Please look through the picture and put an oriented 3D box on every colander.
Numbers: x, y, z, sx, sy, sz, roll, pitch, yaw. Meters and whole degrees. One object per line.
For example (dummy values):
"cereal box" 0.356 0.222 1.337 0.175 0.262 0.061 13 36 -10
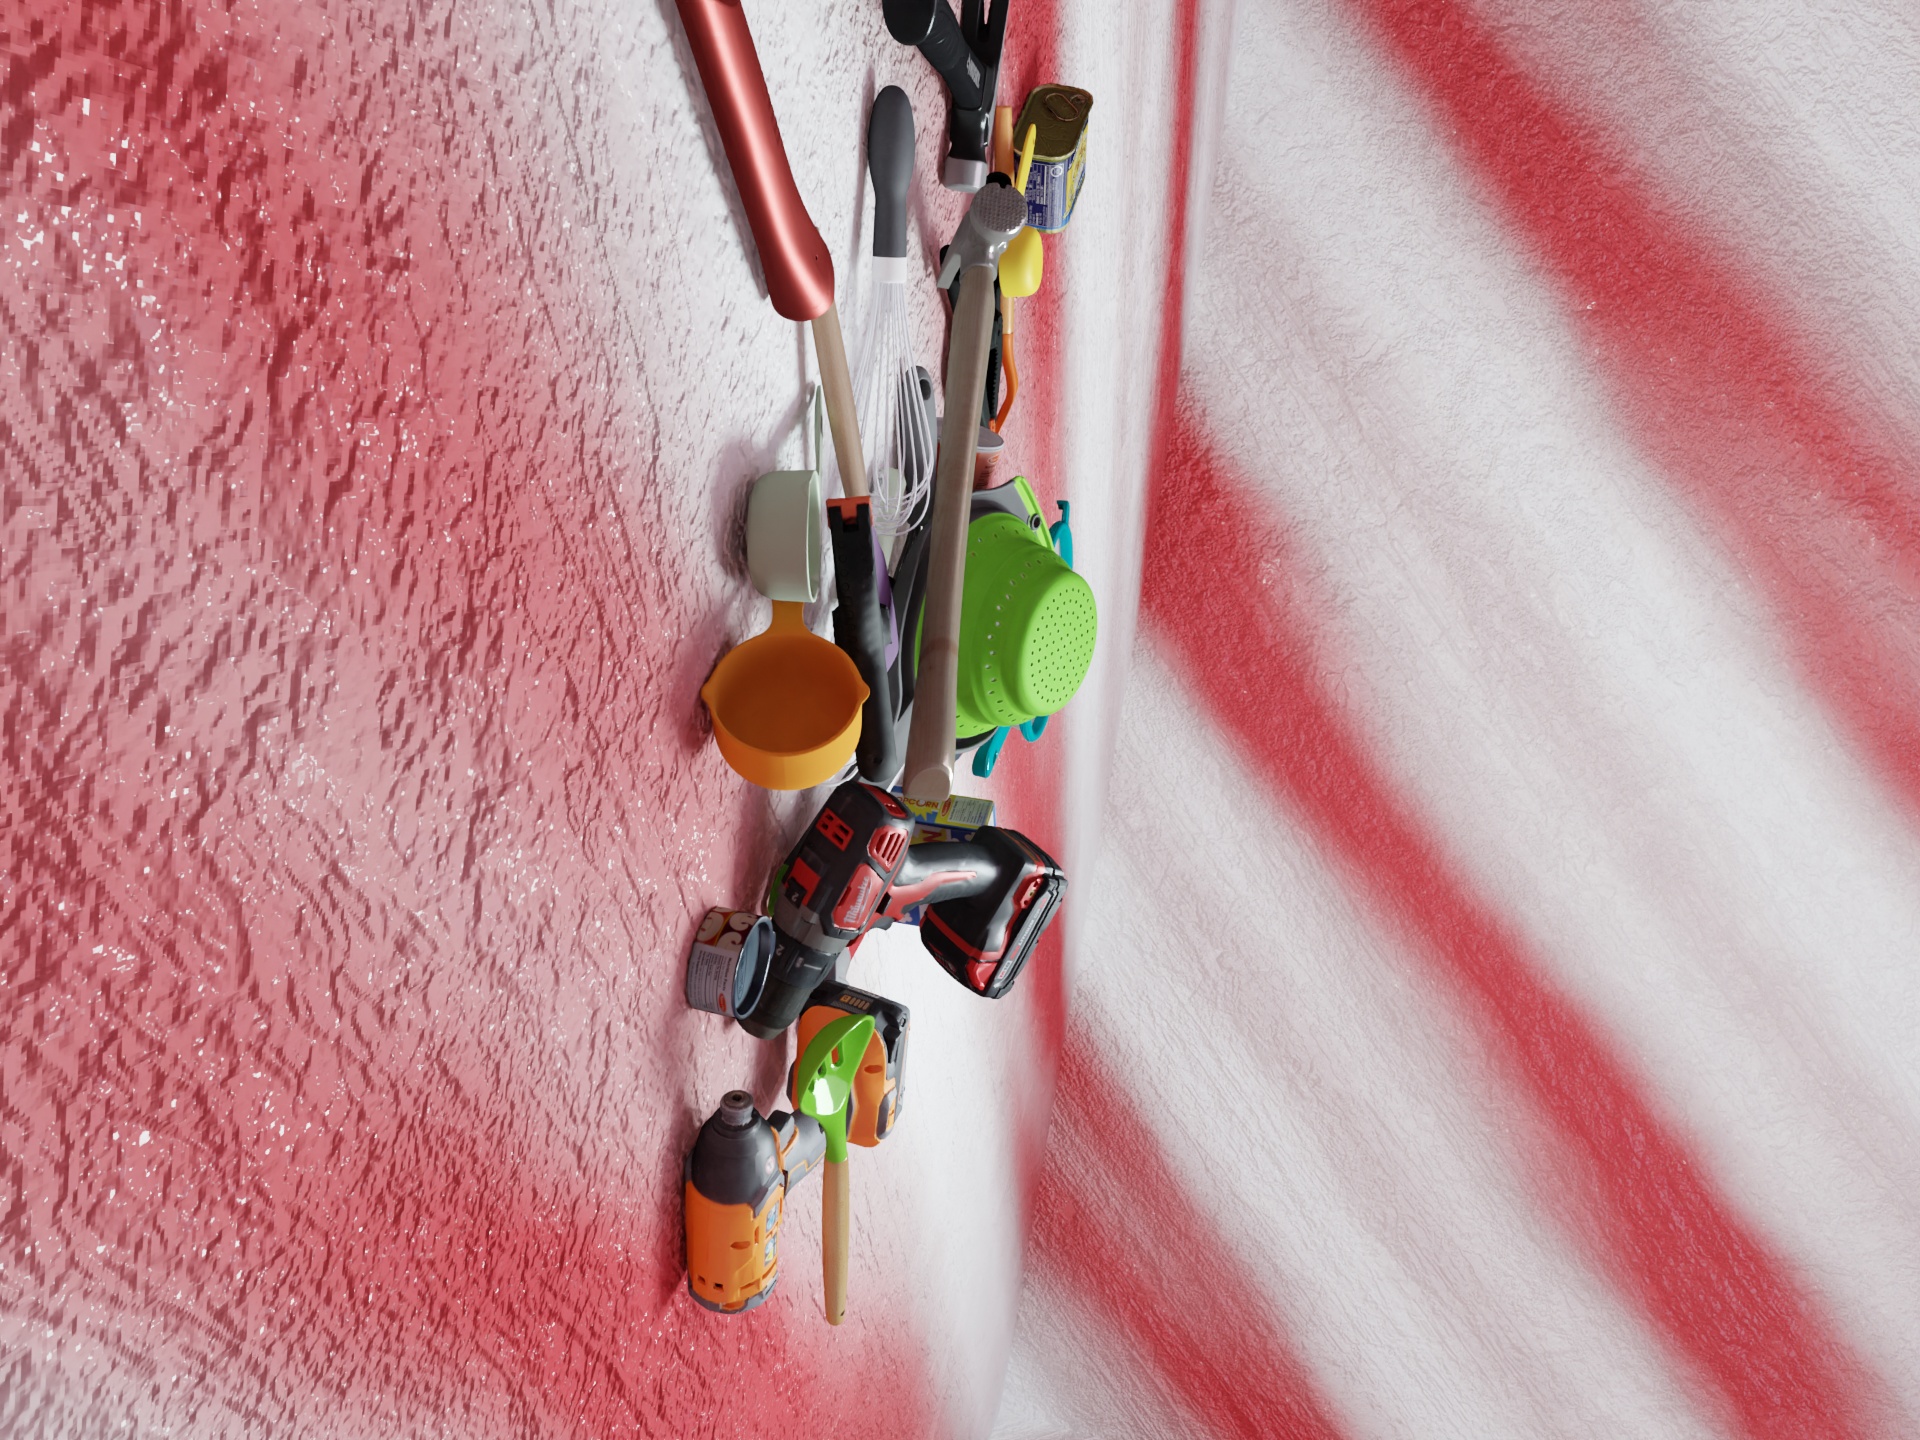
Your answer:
"colander" -0.002 -0.004 1.165 0.397 0.094 0.204 -57 144 -25

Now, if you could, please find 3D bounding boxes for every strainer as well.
"strainer" 0.026 -0.055 1.460 0.341 0.095 0.210 -64 160 -53

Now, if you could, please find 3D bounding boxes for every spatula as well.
"spatula" 0.029 -0.359 1.371 0.081 0.041 0.322 -75 166 -59
"spatula" -0.069 -0.156 1.001 0.060 0.018 0.315 -62 152 -47

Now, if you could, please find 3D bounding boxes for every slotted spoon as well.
"slotted spoon" -0.085 0.310 1.069 0.070 0.031 0.313 -37 141 -42

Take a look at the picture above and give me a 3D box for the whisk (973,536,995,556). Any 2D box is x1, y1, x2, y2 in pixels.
"whisk" 0.004 -0.105 1.341 0.245 0.047 0.051 -84 168 -49

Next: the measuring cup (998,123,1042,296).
"measuring cup" 0.058 -0.417 1.293 0.062 0.029 0.157 55 43 -70

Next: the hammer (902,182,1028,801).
"hammer" -0.007 -0.149 1.097 0.146 0.038 0.411 148 -52 -76

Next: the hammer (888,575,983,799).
"hammer" -0.033 0.011 1.278 0.336 0.034 0.127 76 23 -45

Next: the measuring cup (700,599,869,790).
"measuring cup" -0.102 -0.036 0.945 0.052 0.095 0.174 94 -6 -53

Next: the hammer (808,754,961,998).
"hammer" -0.055 0.091 1.357 0.386 0.038 0.143 -63 159 -53

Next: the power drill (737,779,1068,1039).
"power drill" -0.045 0.144 1.121 0.226 0.080 0.188 17 106 -49

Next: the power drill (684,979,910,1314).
"power drill" -0.115 0.278 1.109 0.226 0.084 0.164 -45 145 -56

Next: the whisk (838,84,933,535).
"whisk" -0.048 -0.260 1.032 0.070 0.070 0.284 -51 145 -67

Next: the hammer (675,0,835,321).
"hammer" -0.110 -0.299 0.720 0.358 0.037 0.149 75 28 -64

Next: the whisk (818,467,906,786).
"whisk" -0.073 -0.070 1.112 0.058 0.059 0.246 -22 -129 55

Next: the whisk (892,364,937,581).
"whisk" -0.033 -0.155 1.224 0.055 0.055 0.238 -59 153 -59

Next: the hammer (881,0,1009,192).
"hammer" -0.007 -0.434 1.016 0.335 0.035 0.146 -58 157 -77

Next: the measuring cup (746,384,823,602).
"measuring cup" -0.102 -0.141 0.942 0.083 0.038 0.168 90 -1 -52
